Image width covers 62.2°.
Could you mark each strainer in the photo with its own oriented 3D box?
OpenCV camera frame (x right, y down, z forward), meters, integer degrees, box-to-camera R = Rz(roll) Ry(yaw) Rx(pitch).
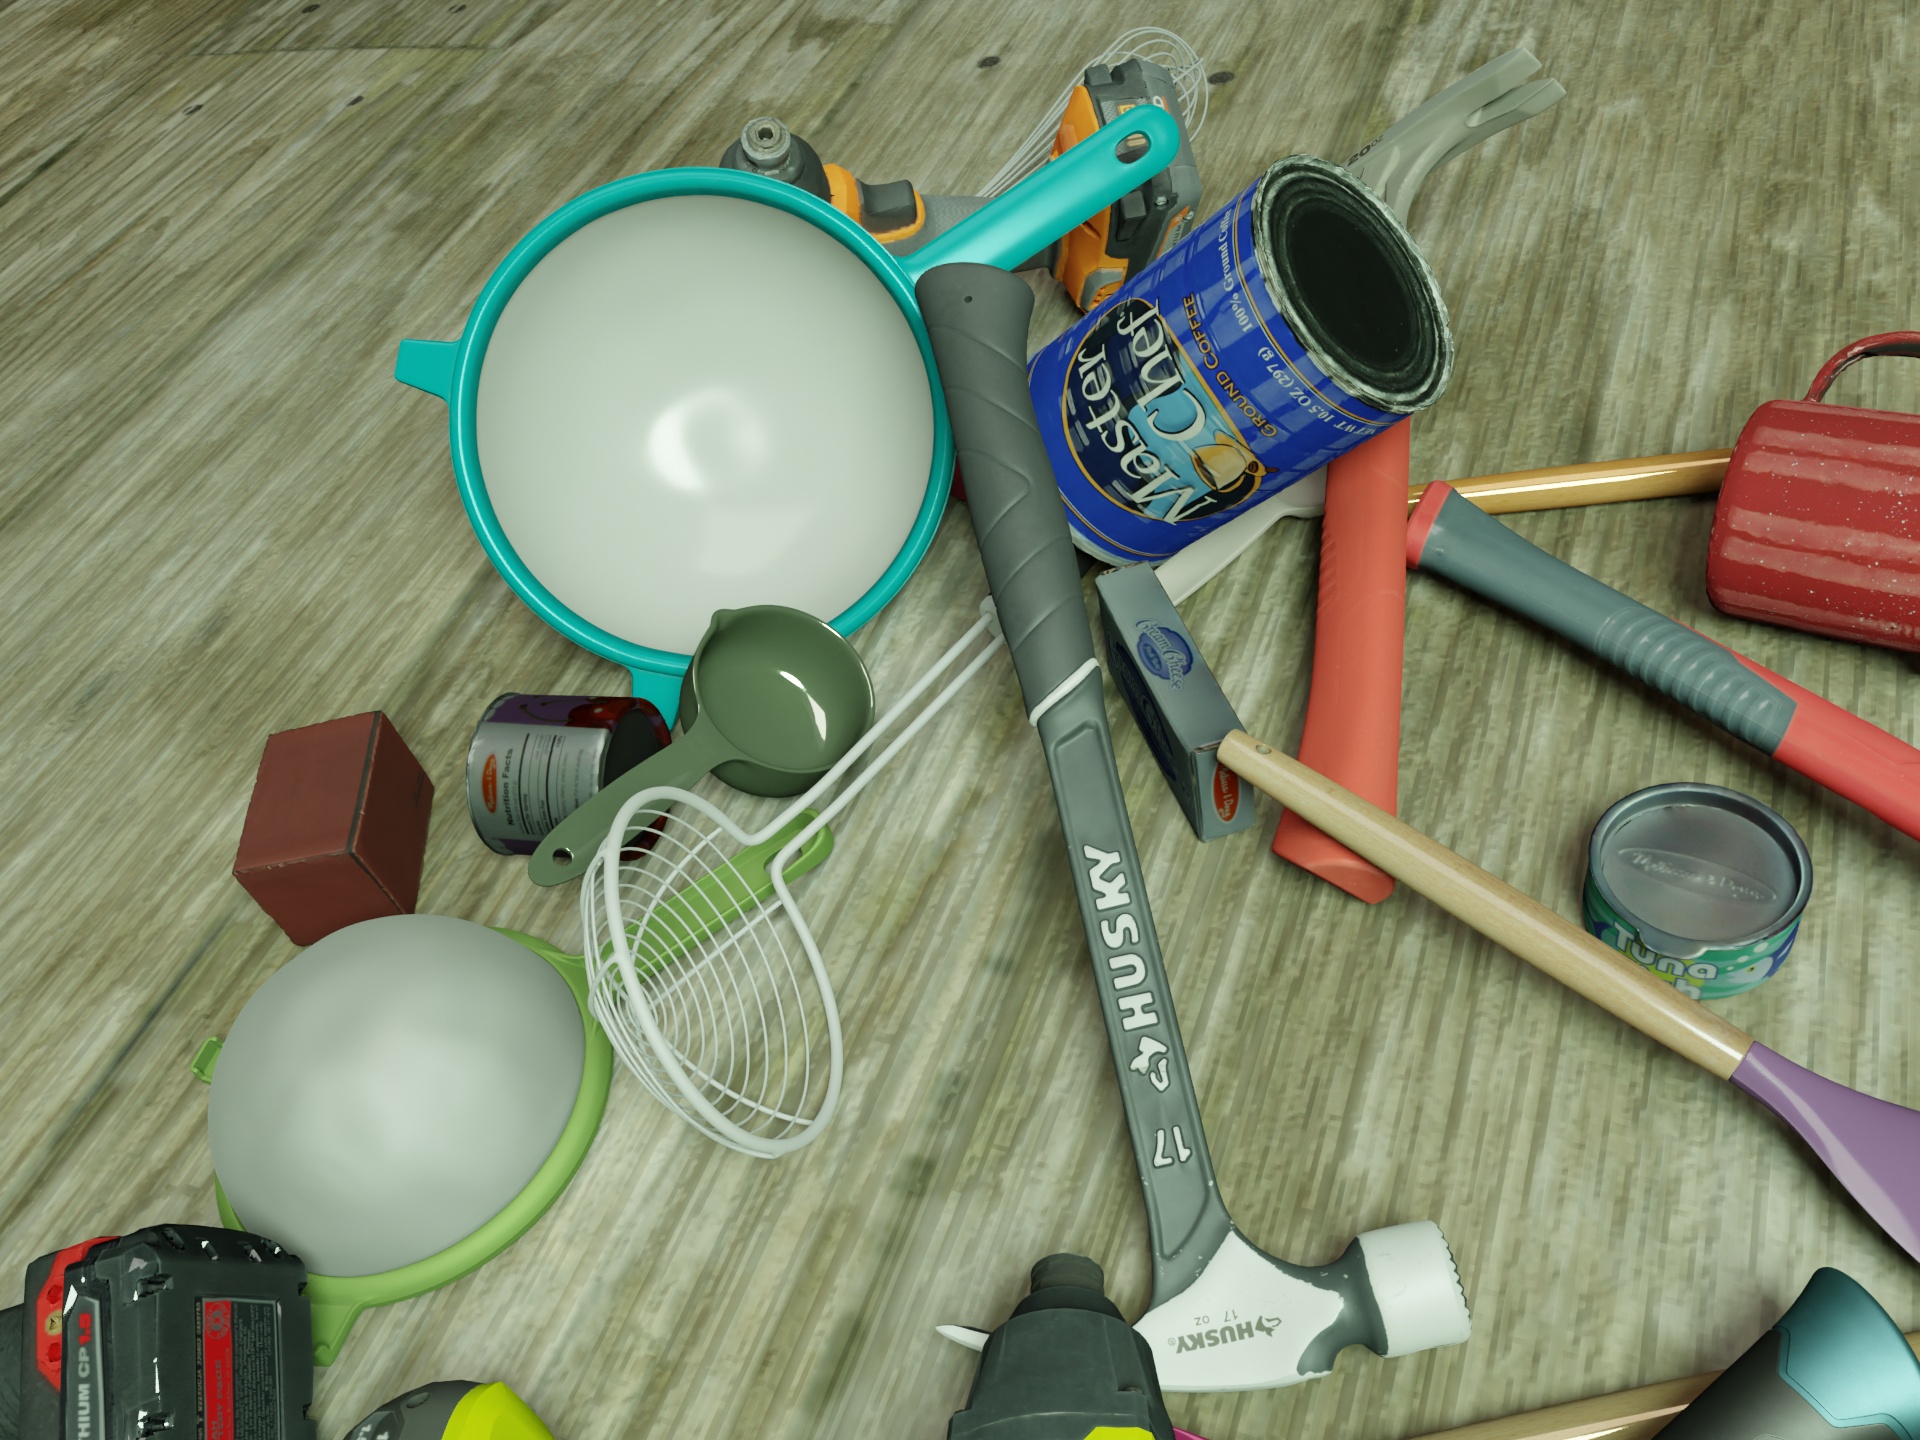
[{"bbox_3d":[-0.056,-0.162,0.704,0.340,0.211,0.095,-33,7,0],"label":"strainer"},{"bbox_3d":[-0.162,0.093,0.571,0.256,0.069,0.152,-33,49,-13],"label":"strainer"}]

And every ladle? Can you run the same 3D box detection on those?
[{"bbox_3d":[-0.064,-0.119,0.767,0.315,0.031,0.069,4,53,21],"label":"ladle"}]

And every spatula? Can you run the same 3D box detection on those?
[{"bbox_3d":[0.208,0.088,0.476,0.316,0.018,0.060,34,47,26],"label":"spatula"},{"bbox_3d":[0.321,-0.110,0.641,0.322,0.041,0.081,-5,46,12],"label":"spatula"}]

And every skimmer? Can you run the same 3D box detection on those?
[{"bbox_3d":[-0.001,-0.002,0.591,0.090,0.127,0.363,-4,36,52],"label":"skimmer"}]

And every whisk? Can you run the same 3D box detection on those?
[{"bbox_3d":[0.029,-0.290,0.878,0.284,0.070,0.070,-39,50,-13],"label":"whisk"}]

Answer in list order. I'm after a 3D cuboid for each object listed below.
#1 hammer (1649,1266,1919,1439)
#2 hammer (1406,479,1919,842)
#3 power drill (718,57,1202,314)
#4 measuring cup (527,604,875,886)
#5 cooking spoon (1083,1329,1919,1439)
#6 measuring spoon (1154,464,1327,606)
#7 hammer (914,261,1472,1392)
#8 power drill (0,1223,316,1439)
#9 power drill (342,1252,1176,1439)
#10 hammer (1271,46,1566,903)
[{"bbox_3d":[0.105,0.249,0.371,0.331,0.033,0.128,-35,49,-11],"label":"hammer"},{"bbox_3d":[0.298,0.009,0.526,0.143,0.038,0.387,-3,30,-33],"label":"hammer"},{"bbox_3d":[-0.007,-0.245,0.760,0.226,0.164,0.084,-11,77,-4],"label":"power drill"},{"bbox_3d":[-0.103,0.018,0.613,0.083,0.038,0.167,47,54,4],"label":"measuring cup"},{"bbox_3d":[0.131,0.201,0.429,0.319,0.017,0.069,-14,63,3],"label":"cooking spoon"},{"bbox_3d":[0.116,-0.073,0.686,0.124,0.018,0.034,-37,53,-9],"label":"measuring spoon"},{"bbox_3d":[0.035,0.011,0.536,0.149,0.036,0.409,-15,65,7],"label":"hammer"},{"bbox_3d":[-0.310,0.238,0.471,0.219,0.078,0.143,-16,66,8],"label":"power drill"},{"bbox_3d":[-0.053,0.222,0.397,0.223,0.080,0.171,-12,34,12],"label":"power drill"},{"bbox_3d":[0.167,-0.101,0.623,0.149,0.036,0.359,-26,44,47],"label":"hammer"}]
